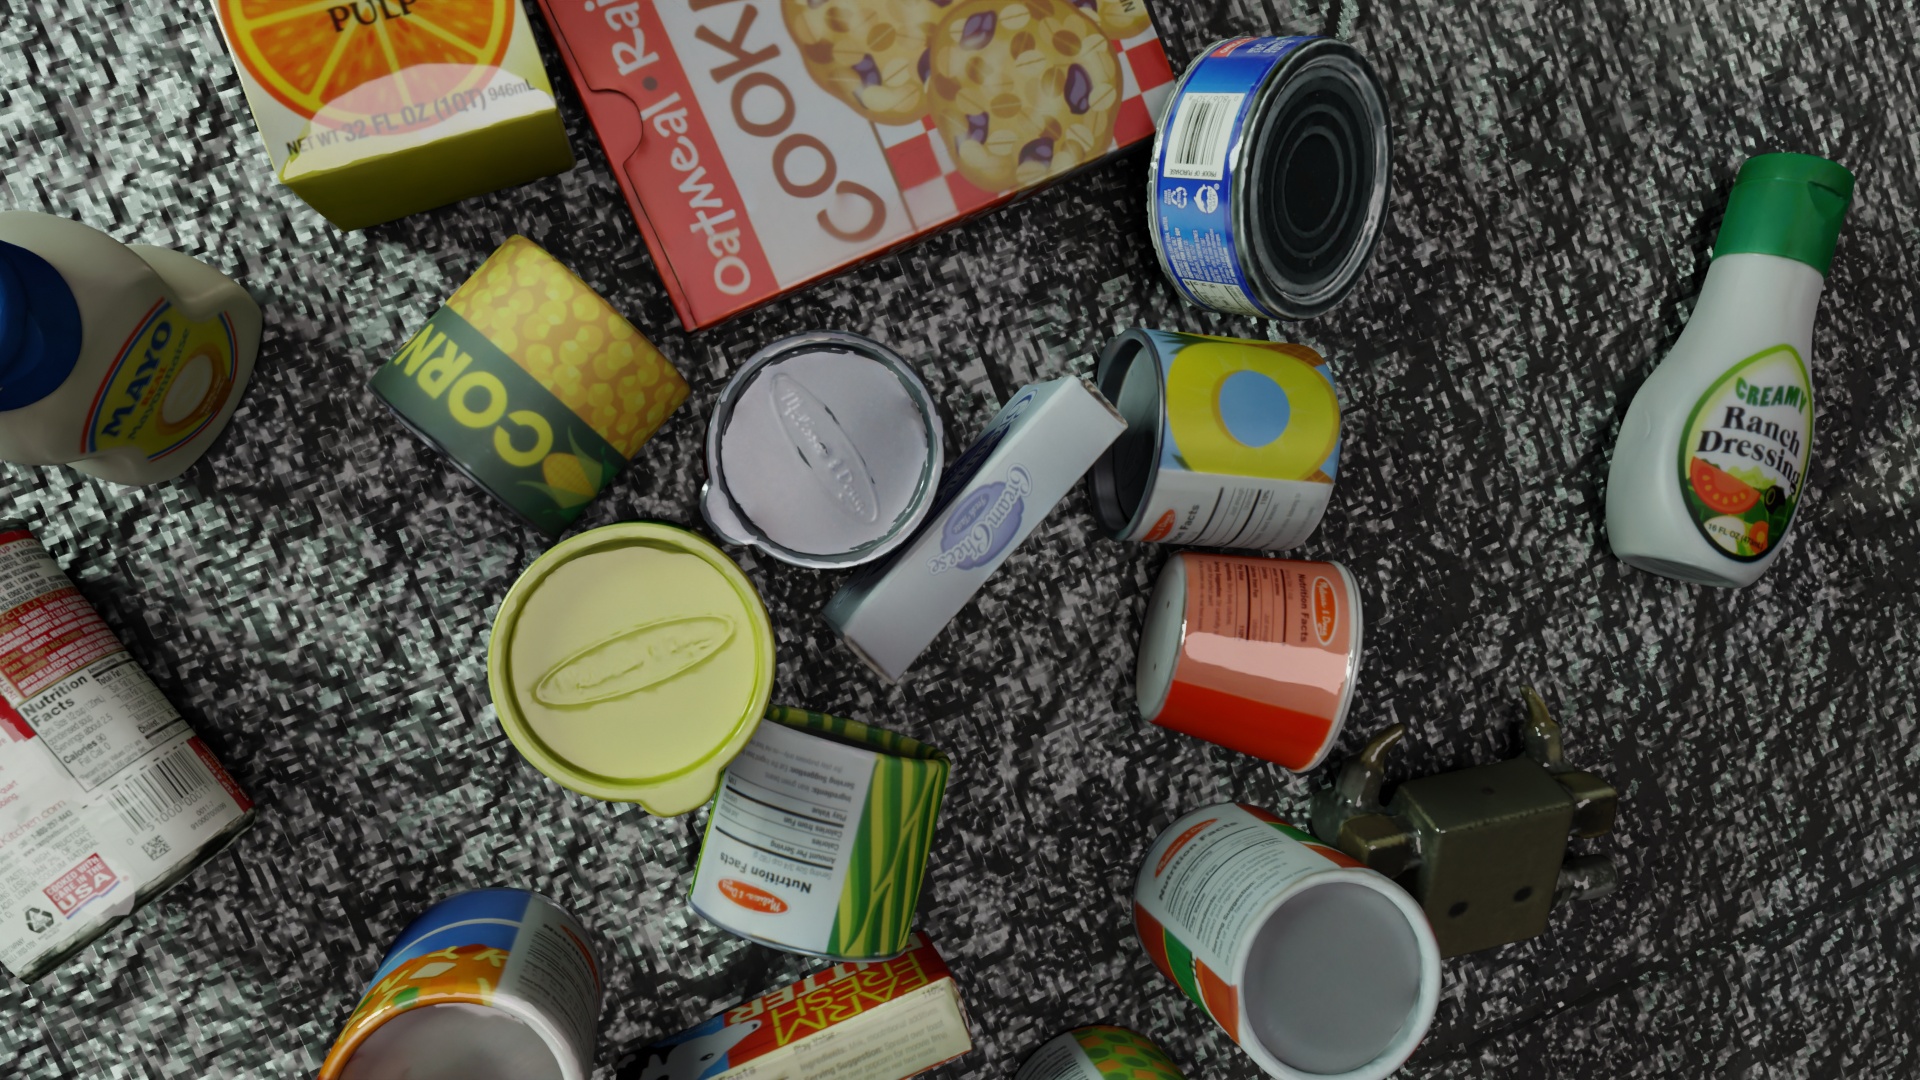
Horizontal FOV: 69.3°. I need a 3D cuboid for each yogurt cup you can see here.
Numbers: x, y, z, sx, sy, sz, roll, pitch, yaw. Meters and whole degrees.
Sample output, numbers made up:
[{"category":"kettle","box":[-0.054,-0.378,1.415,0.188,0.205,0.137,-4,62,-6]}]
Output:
[{"category":"yogurt cup","box":[0.088,0.035,0.437,0.054,0.072,0.072,12,89,-4]}]

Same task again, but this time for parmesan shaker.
[{"category":"parmesan shaker","box":[-0.087,0.030,0.377,0.071,0.103,0.071,0,91,-12]}]

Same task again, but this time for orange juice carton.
[{"category":"orange juice carton","box":[-0.170,-0.188,0.369,0.072,0.073,0.192,-20,95,-11]}]

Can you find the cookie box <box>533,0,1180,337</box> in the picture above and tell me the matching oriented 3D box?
[{"category":"cookie box","box":[-0.031,-0.150,0.417,0.168,0.040,0.122,-25,97,-11]}]

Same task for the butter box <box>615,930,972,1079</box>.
[{"category":"butter box","box":[-0.050,0.153,0.414,0.104,0.053,0.024,-20,93,-12]}]

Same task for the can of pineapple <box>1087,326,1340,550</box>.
[{"category":"can of pineapple","box":[0.077,-0.032,0.431,0.058,0.071,0.071,4,91,-13]}]

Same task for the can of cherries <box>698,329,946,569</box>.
[{"category":"can of cherries","box":[-0.045,-0.025,0.408,0.071,0.058,0.071,-1,93,-13]}]

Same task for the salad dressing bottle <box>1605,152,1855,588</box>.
[{"category":"salad dressing bottle","box":[0.270,-0.059,0.483,0.064,0.044,0.147,18,87,-13]}]

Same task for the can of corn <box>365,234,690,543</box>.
[{"category":"can of corn","box":[-0.119,-0.043,0.385,0.071,0.071,0.058,42,82,-10]}]

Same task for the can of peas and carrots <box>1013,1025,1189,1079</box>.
[{"category":"can of peas and carrots","box":[0.052,0.195,0.434,0.071,0.058,0.071,-1,92,-13]}]

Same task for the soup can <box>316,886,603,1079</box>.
[{"category":"soup can","box":[-0.136,0.140,0.379,0.071,0.084,0.071,0,92,-12]}]

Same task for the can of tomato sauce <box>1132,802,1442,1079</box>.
[{"category":"can of tomato sauce","box":[0.100,0.124,0.430,0.071,0.083,0.071,0,92,-12]}]

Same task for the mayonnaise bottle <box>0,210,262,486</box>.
[{"category":"mayonnaise bottle","box":[-0.210,-0.045,0.325,0.041,0.148,0.065,26,87,-12]}]

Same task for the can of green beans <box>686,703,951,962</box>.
[{"category":"can of green beans","box":[-0.041,0.084,0.407,0.071,0.071,0.058,15,88,-12]}]

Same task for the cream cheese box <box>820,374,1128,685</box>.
[{"category":"cream cheese box","box":[0.002,-0.005,0.421,0.024,0.053,0.104,44,83,-12]}]
